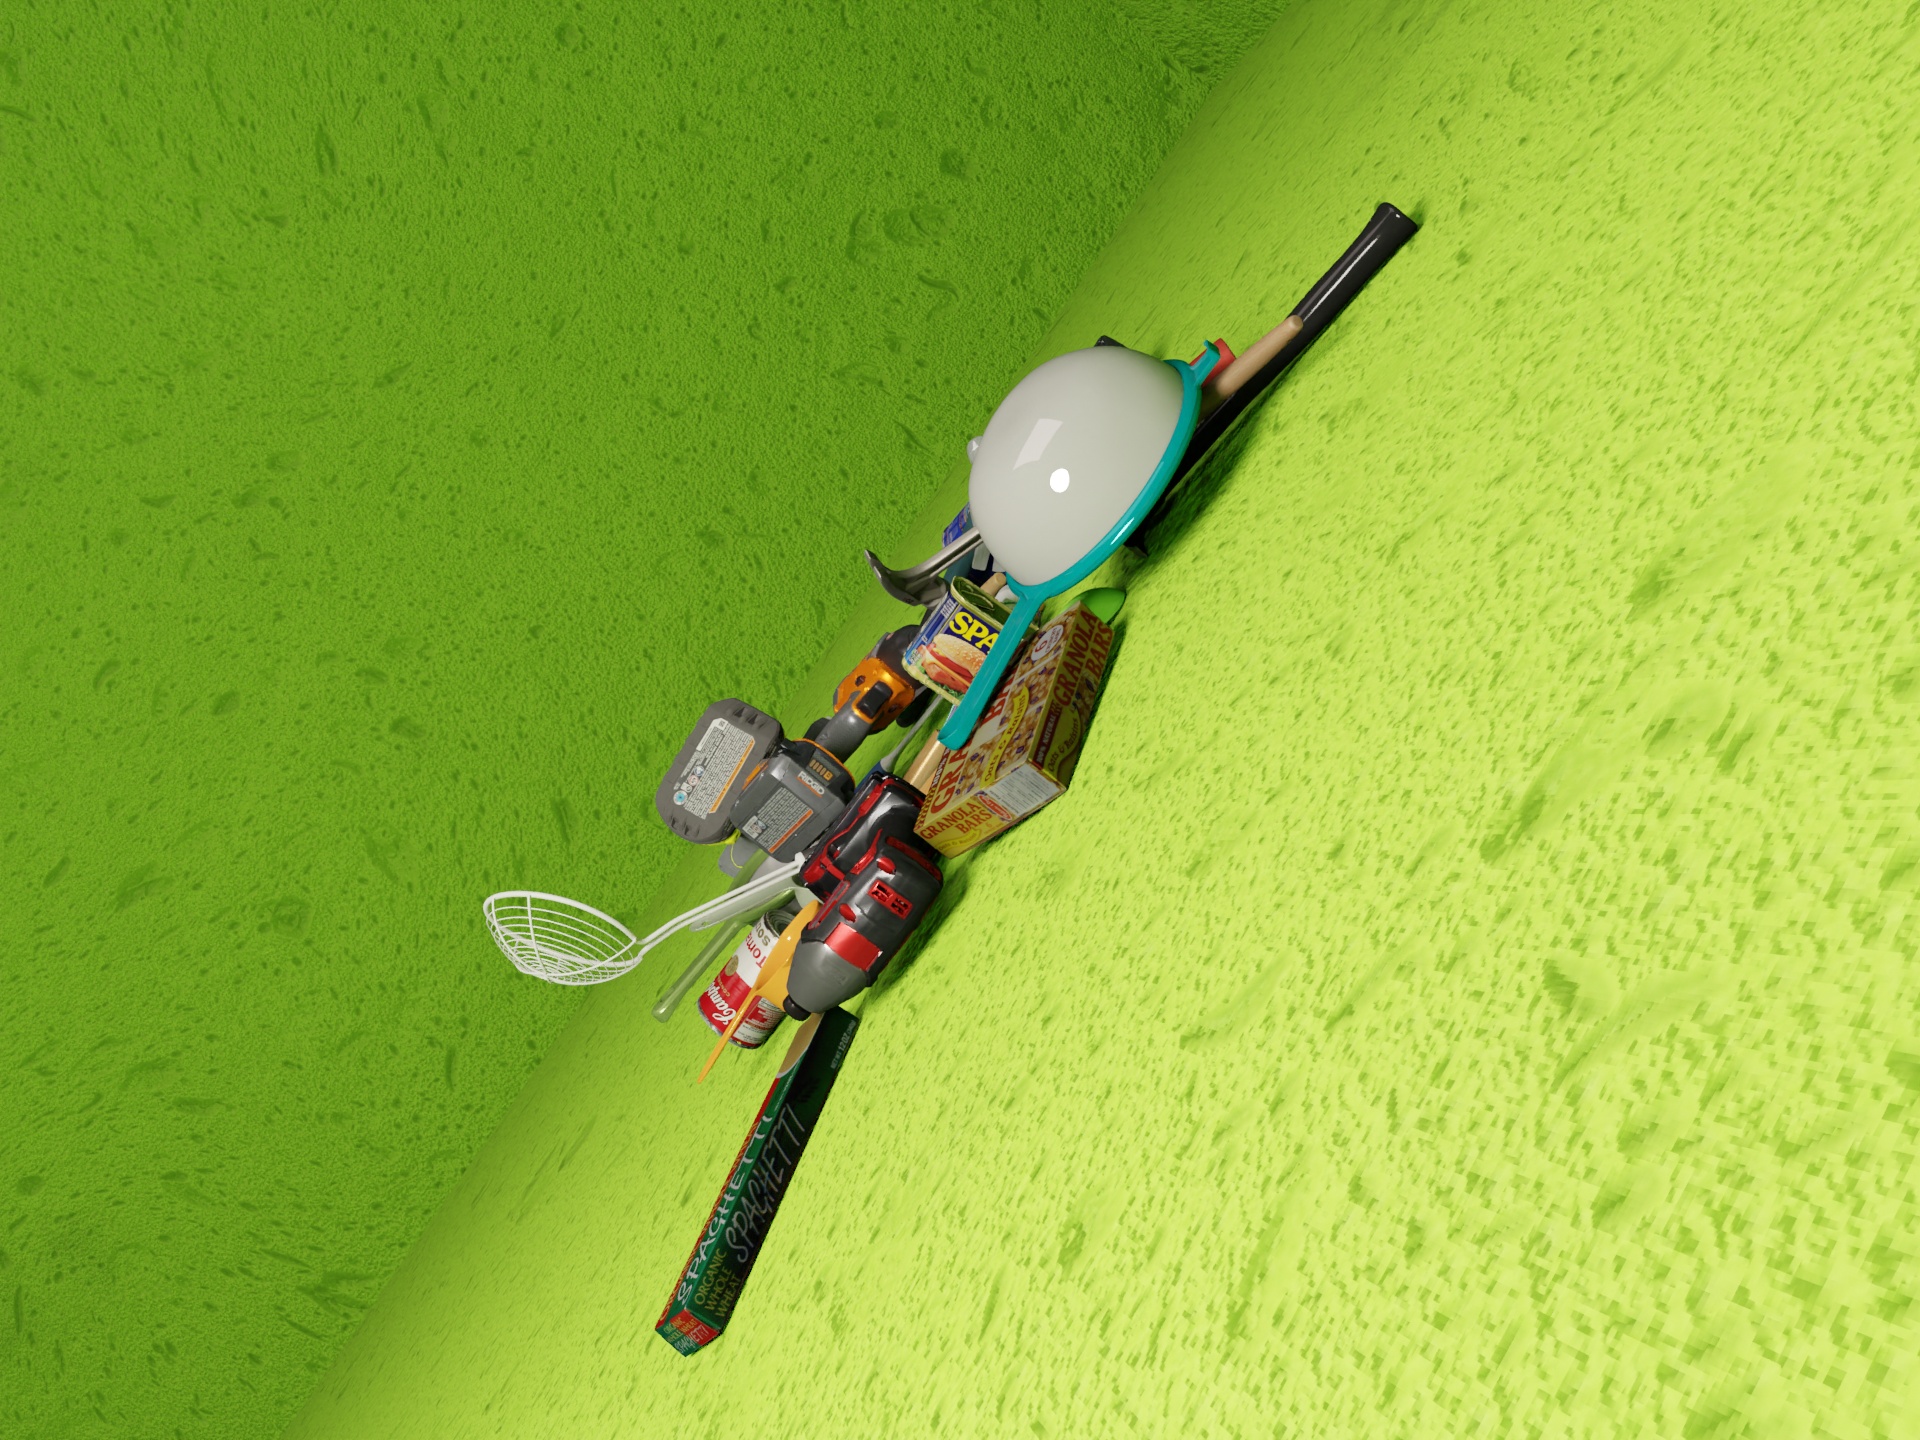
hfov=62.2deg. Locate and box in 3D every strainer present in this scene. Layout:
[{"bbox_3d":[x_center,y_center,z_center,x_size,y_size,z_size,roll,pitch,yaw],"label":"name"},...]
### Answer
[{"bbox_3d":[0.042,-0.145,1.149,0.340,0.095,0.211,-61,22,-15],"label":"strainer"},{"bbox_3d":[-0.172,0.184,1.434,0.256,0.069,0.151,-50,21,-21],"label":"strainer"}]

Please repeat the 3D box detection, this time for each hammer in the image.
[{"bbox_3d":[0.224,-0.259,1.225,0.334,0.035,0.146,-48,11,33],"label":"hammer"},{"bbox_3d":[0.084,-0.216,1.388,0.359,0.037,0.149,-34,-17,12],"label":"hammer"},{"bbox_3d":[-0.016,-0.122,1.605,0.330,0.033,0.128,116,152,-45],"label":"hammer"},{"bbox_3d":[-0.069,0.038,1.575,0.405,0.035,0.144,-51,3,24],"label":"hammer"}]

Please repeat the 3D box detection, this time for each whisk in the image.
[{"bbox_3d":[-0.003,-0.005,1.424,0.245,0.051,0.047,-56,15,11],"label":"whisk"},{"bbox_3d":[-0.024,-0.086,1.789,0.055,0.055,0.239,-41,20,54],"label":"whisk"}]

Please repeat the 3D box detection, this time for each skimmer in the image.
[{"bbox_3d":[-0.195,0.117,1.280,0.363,0.090,0.127,-23,-28,-14],"label":"skimmer"}]

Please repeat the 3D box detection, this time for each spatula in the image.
[{"bbox_3d":[0.155,-0.230,1.211,0.082,0.044,0.317,-27,-5,-32],"label":"spatula"}]

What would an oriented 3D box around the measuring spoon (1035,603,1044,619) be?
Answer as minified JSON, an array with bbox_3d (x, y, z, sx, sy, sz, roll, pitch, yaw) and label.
[{"bbox_3d":[0.044,-0.065,1.485,0.117,0.011,0.021,-57,10,-9],"label":"measuring spoon"}]

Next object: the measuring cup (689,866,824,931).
[{"bbox_3d":[-0.144,0.153,1.332,0.167,0.038,0.083,-23,26,-13],"label":"measuring cup"}]

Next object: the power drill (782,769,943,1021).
[{"bbox_3d":[-0.071,0.127,1.153,0.143,0.078,0.220,-53,7,11],"label":"power drill"}]

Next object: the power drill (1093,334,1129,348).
[{"bbox_3d":[0.134,-0.337,1.813,0.188,0.080,0.226,-60,8,-33],"label":"power drill"}]

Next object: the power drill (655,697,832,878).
[{"bbox_3d":[-0.192,0.061,1.546,0.190,0.080,0.228,-60,-19,-8],"label":"power drill"}]

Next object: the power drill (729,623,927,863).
[{"bbox_3d":[-0.098,0.007,1.413,0.164,0.084,0.227,-43,9,50],"label":"power drill"}]

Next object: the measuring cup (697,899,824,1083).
[{"bbox_3d":[-0.143,0.228,1.270,0.173,0.052,0.095,-56,10,0],"label":"measuring cup"}]

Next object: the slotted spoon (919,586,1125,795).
[{"bbox_3d":[0.030,-0.004,1.308,0.313,0.031,0.070,-49,11,34],"label":"slotted spoon"}]

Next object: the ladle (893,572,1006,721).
[{"bbox_3d":[-0.040,-0.071,1.551,0.320,0.062,0.078,-44,19,56],"label":"ladle"}]
